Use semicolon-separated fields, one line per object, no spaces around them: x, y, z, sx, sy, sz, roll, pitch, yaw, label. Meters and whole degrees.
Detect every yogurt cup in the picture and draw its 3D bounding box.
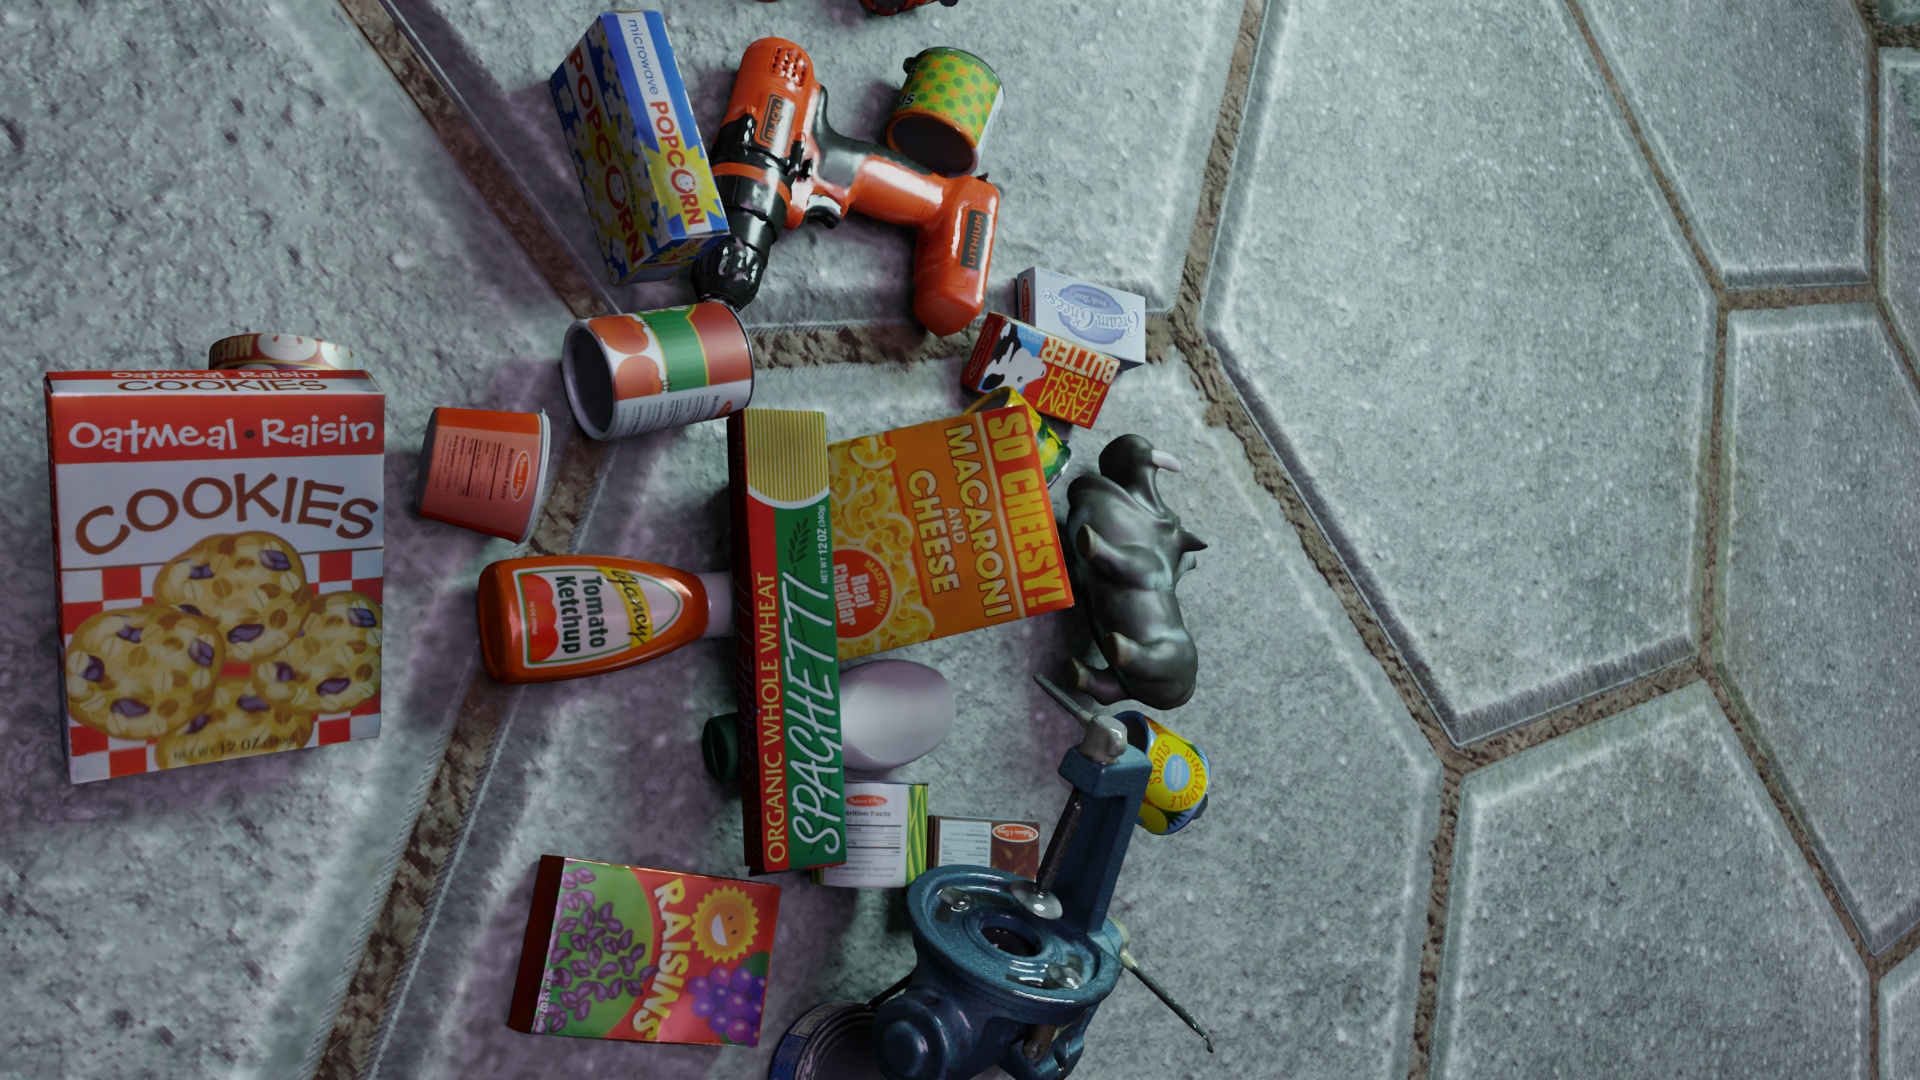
-0.240;-0.035;0.695;0.054;0.072;0.072;10;74;-26;yogurt cup

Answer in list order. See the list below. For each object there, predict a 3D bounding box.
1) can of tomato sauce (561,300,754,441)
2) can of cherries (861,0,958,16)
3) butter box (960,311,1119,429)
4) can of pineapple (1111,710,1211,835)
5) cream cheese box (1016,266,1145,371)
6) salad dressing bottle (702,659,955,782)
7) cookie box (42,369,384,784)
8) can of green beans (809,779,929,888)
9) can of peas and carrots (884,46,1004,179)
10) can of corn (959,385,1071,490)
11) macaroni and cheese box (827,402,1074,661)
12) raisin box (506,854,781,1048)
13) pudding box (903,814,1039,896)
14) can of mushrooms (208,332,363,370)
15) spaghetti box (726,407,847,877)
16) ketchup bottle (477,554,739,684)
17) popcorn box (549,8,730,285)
-0.166;-0.095;0.760;0.083;0.071;0.071;-16;90;-37;can of tomato sauce
-0.033;-0.384;0.919;0.059;0.071;0.071;-33;101;-36;can of cherries
0.056;-0.114;0.939;0.103;0.024;0.053;15;104;-33;butter box
0.123;0.153;0.917;0.058;0.071;0.071;32;63;-26;can of pineapple
0.086;-0.156;0.985;0.104;0.024;0.053;7;77;-35;cream cheese box
-0.074;0.106;0.799;0.148;0.044;0.064;-7;86;-35;salad dressing bottle
-0.318;0.011;0.599;0.123;0.040;0.166;-5;111;-37;cookie box
-0.051;0.166;0.788;0.071;0.071;0.058;9;77;-35;can of green beans
-0.013;-0.281;0.913;0.071;0.071;0.059;31;64;-28;can of peas and carrots
0.029;-0.059;0.895;0.058;0.071;0.071;46;57;-19;can of corn
-0.030;-0.002;0.806;0.167;0.040;0.123;-13;88;-5;macaroni and cheese box
-0.160;0.213;0.715;0.123;0.040;0.086;17;70;-32;raisin box
0.008;0.195;0.848;0.084;0.030;0.050;12;73;-34;pudding box
-0.315;-0.071;0.644;0.071;0.071;0.033;5;77;-36;can of mushrooms
-0.094;0.052;0.749;0.050;0.028;0.250;0;82;-29;spaghetti box
-0.176;0.038;0.738;0.149;0.043;0.065;-3;82;-37;ketchup bottle
-0.178;-0.213;0.764;0.038;0.085;0.126;-18;92;-36;popcorn box
